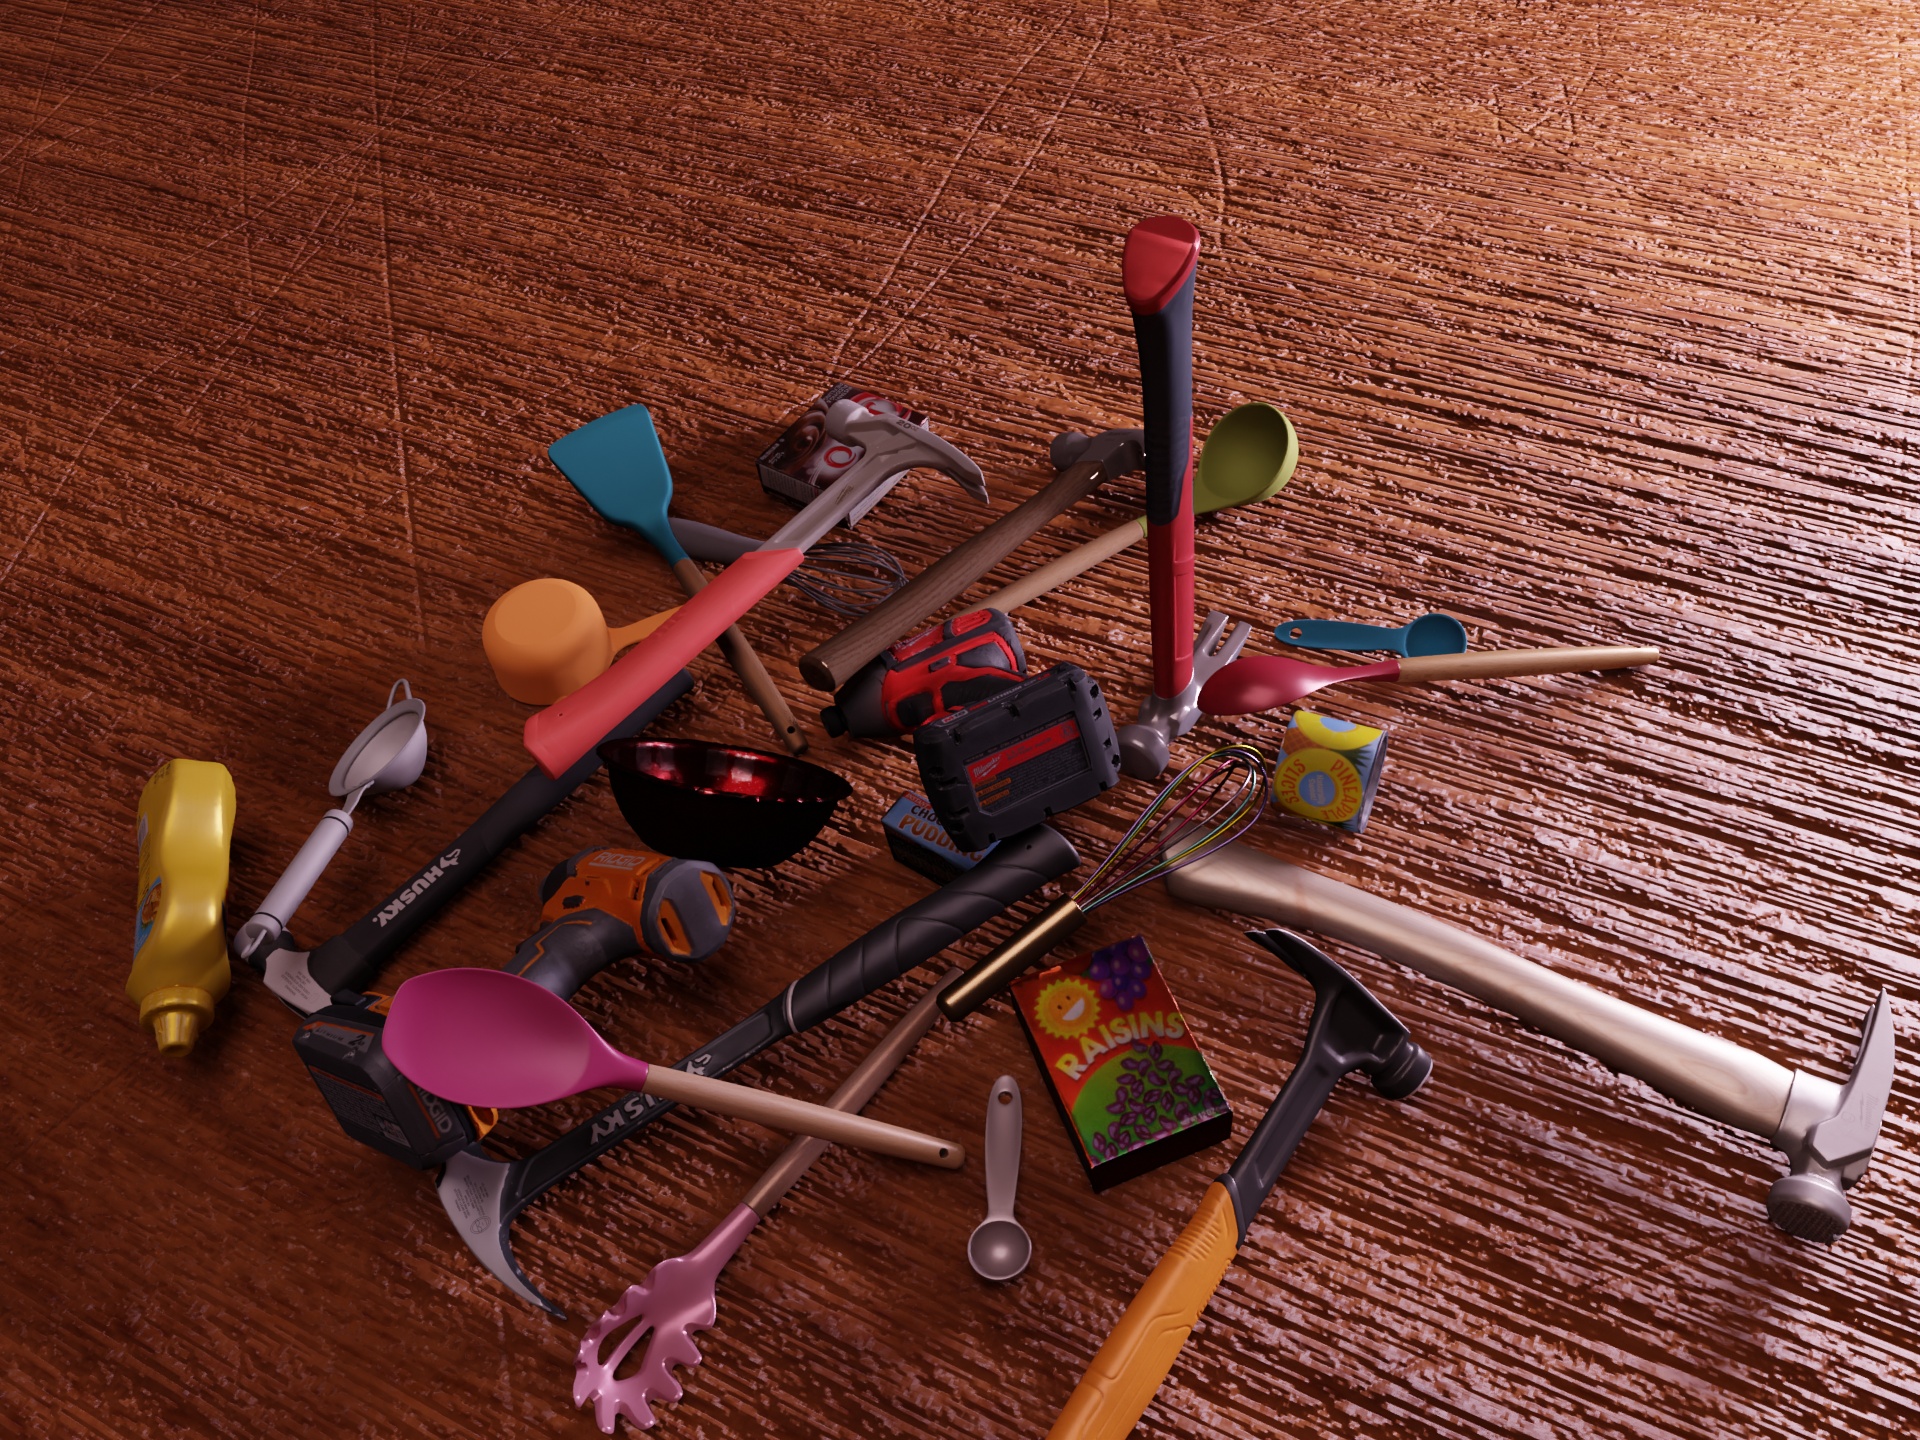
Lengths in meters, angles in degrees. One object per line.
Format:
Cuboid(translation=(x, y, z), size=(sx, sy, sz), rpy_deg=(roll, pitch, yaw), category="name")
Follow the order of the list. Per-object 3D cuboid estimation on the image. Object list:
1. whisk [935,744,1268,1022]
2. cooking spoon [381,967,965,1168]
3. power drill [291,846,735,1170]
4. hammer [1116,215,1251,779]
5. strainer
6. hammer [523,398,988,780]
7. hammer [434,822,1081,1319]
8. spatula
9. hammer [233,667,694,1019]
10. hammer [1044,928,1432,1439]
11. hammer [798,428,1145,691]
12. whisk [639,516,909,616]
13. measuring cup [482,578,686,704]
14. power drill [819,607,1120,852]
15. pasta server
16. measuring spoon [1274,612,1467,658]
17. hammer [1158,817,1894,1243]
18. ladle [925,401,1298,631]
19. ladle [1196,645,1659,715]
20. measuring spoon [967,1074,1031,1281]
Cuboid(translation=(0.084, 0.094, 0.945), size=(0.245, 0.047, 0.051), rpy_deg=(-37, 58, -6), category="whisk")
Cuboid(translation=(-0.144, 0.197, 0.847), size=(0.318, 0.017, 0.069), rpy_deg=(19, 68, -16), category="cooking spoon")
Cuboid(translation=(-0.260, 0.150, 0.924), size=(0.164, 0.084, 0.226), rpy_deg=(1, 29, 46), category="power drill")
Cuboid(translation=(0.129, -0.129, 0.925), size=(0.038, 0.385, 0.143), rpy_deg=(24, 59, 24), category="hammer")
Cuboid(translation=(-0.403, 0.064, 1.038), size=(0.087, 0.050, 0.259), rpy_deg=(-24, 29, 25), category="strainer")
Cuboid(translation=(-0.148, -0.085, 1.092), size=(0.149, 0.036, 0.359), rpy_deg=(33, 67, 32), category="hammer")
Cuboid(translation=(-0.109, 0.178, 0.910), size=(0.409, 0.036, 0.149), rpy_deg=(-32, 55, -6), category="hammer")
Cuboid(translation=(-0.192, -0.099, 1.142), size=(0.082, 0.044, 0.318), rpy_deg=(-29, 63, -14), category="spatula")
Cuboid(translation=(-0.303, 0.074, 1.052), size=(0.146, 0.035, 0.335), rpy_deg=(31, 62, 28), category="hammer")
Cuboid(translation=(0.120, 0.268, 0.815), size=(0.127, 0.034, 0.337), rpy_deg=(43, 67, -11), category="hammer")
Cuboid(translation=(0.020, -0.118, 1.096), size=(0.331, 0.031, 0.130), rpy_deg=(-39, 28, -30), category="hammer")
Cuboid(translation=(-0.141, -0.119, 1.176), size=(0.239, 0.055, 0.055), rpy_deg=(15, 56, 24), category="whisk")
Cuboid(translation=(-0.259, -0.073, 1.148), size=(0.173, 0.052, 0.095), rpy_deg=(-18, 52, -5), category="measuring cup")
Cuboid(translation=(-0.002, -0.003, 0.999), size=(0.143, 0.078, 0.220), rpy_deg=(-24, 23, -11), category="power drill")
Cuboid(translation=(-0.095, 0.252, 0.883), size=(0.060, 0.040, 0.316), rpy_deg=(50, 63, -10), category="pasta server")
Cuboid(translation=(0.279, -0.053, 1.084), size=(0.129, 0.021, 0.042), rpy_deg=(6, 76, 23), category="measuring spoon")
Cuboid(translation=(0.307, 0.139, 0.916), size=(0.411, 0.038, 0.146), rpy_deg=(23, 57, 23), category="hammer")
Cuboid(translation=(0.104, -0.135, 1.145), size=(0.320, 0.062, 0.078), rpy_deg=(-29, 48, -11), category="ladle")
Cuboid(translation=(0.305, -0.032, 1.024), size=(0.315, 0.031, 0.069), rpy_deg=(-4, 20, -10), category="ladle")
Cuboid(translation=(0.024, 0.254, 0.883), size=(0.034, 0.018, 0.124), rpy_deg=(-2, 46, 7), category="measuring spoon")
